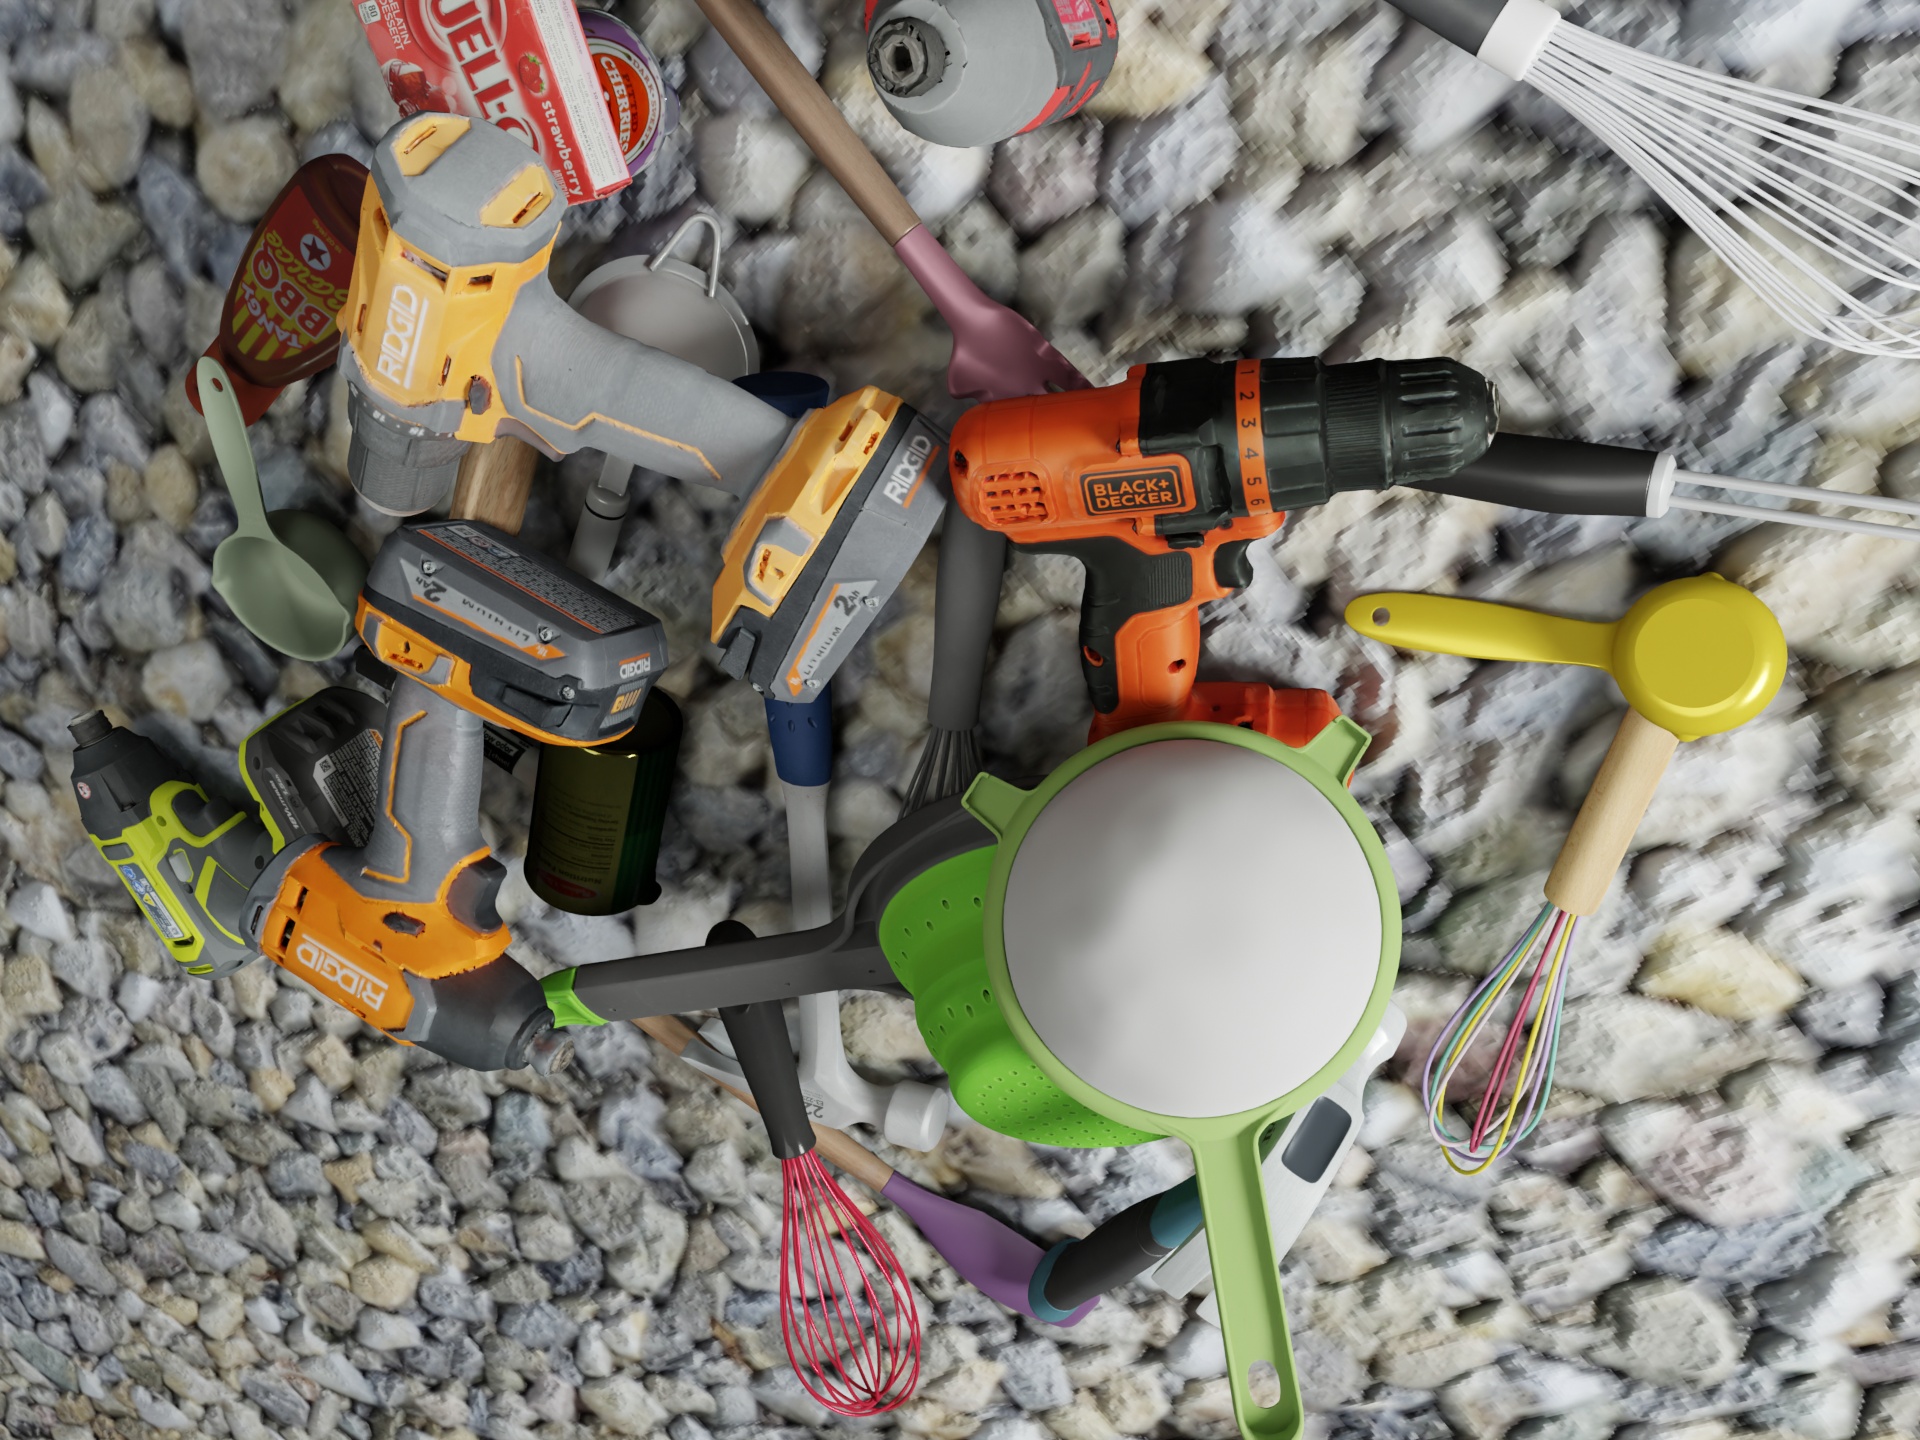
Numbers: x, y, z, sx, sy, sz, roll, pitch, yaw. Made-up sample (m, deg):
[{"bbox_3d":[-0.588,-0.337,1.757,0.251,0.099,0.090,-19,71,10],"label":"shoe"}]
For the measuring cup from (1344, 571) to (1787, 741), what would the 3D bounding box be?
[{"bbox_3d":[0.216,-0.030,0.583,0.156,0.029,0.062,10,94,25],"label":"measuring cup"}]

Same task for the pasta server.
[{"bbox_3d":[-0.040,-0.204,0.601,0.060,0.040,0.316,-34,100,34],"label":"pasta server"}]

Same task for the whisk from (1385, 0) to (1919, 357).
[{"bbox_3d":[0.200,-0.195,0.492,0.284,0.070,0.070,34,126,9],"label":"whisk"}]

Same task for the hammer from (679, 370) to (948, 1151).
[{"bbox_3d":[-0.080,0.035,0.758,0.144,0.035,0.405,10,122,18],"label":"hammer"}]

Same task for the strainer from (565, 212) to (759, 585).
[{"bbox_3d":[-0.155,-0.104,0.711,0.087,0.050,0.258,23,130,-7],"label":"strainer"}]

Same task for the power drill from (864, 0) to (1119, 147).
[{"bbox_3d":[-0.033,-0.282,0.490,0.078,0.143,0.219,-24,104,30],"label":"power drill"}]

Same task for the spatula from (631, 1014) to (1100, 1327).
[{"bbox_3d":[-0.063,0.241,0.880,0.316,0.018,0.059,35,127,1],"label":"spatula"}]

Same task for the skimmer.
[{"bbox_3d":[0.302,-0.080,0.526,0.363,0.090,0.127,14,129,28],"label":"skimmer"}]

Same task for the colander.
[{"bbox_3d":[-0.024,0.130,0.682,0.397,0.095,0.204,-11,142,19],"label":"colander"}]

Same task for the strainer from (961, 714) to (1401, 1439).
[{"bbox_3d":[0.088,0.123,0.543,0.151,0.069,0.256,-9,81,5],"label":"strainer"}]

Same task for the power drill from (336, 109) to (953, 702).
[{"bbox_3d":[-0.133,-0.099,0.610,0.226,0.084,0.185,31,141,-9],"label":"power drill"}]

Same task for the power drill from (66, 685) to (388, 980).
[{"bbox_3d":[-0.399,0.059,0.890,0.223,0.080,0.171,-10,114,32],"label":"power drill"}]

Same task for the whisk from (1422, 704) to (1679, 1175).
[{"bbox_3d":[0.242,0.092,0.645,0.051,0.047,0.244,20,121,14],"label":"whisk"}]

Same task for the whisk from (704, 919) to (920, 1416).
[{"bbox_3d":[-0.079,0.235,0.819,0.073,0.073,0.295,-6,108,27],"label":"whisk"}]

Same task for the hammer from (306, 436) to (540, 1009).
[{"bbox_3d":[-0.254,0.001,0.766,0.130,0.031,0.331,13,110,-16],"label":"hammer"}]

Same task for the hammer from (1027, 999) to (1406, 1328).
[{"bbox_3d":[0.092,0.225,0.716,0.033,0.128,0.330,35,148,5],"label":"hammer"}]

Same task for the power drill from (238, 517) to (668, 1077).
[{"bbox_3d":[-0.214,0.044,0.703,0.164,0.084,0.226,29,108,11],"label":"power drill"}]

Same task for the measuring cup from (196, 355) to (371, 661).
[{"bbox_3d":[-0.332,-0.106,0.775,0.083,0.038,0.167,13,130,16],"label":"measuring cup"}]

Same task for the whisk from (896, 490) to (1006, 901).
[{"bbox_3d":[0.000,-0.002,0.697,0.055,0.055,0.238,14,118,16],"label":"whisk"}]
